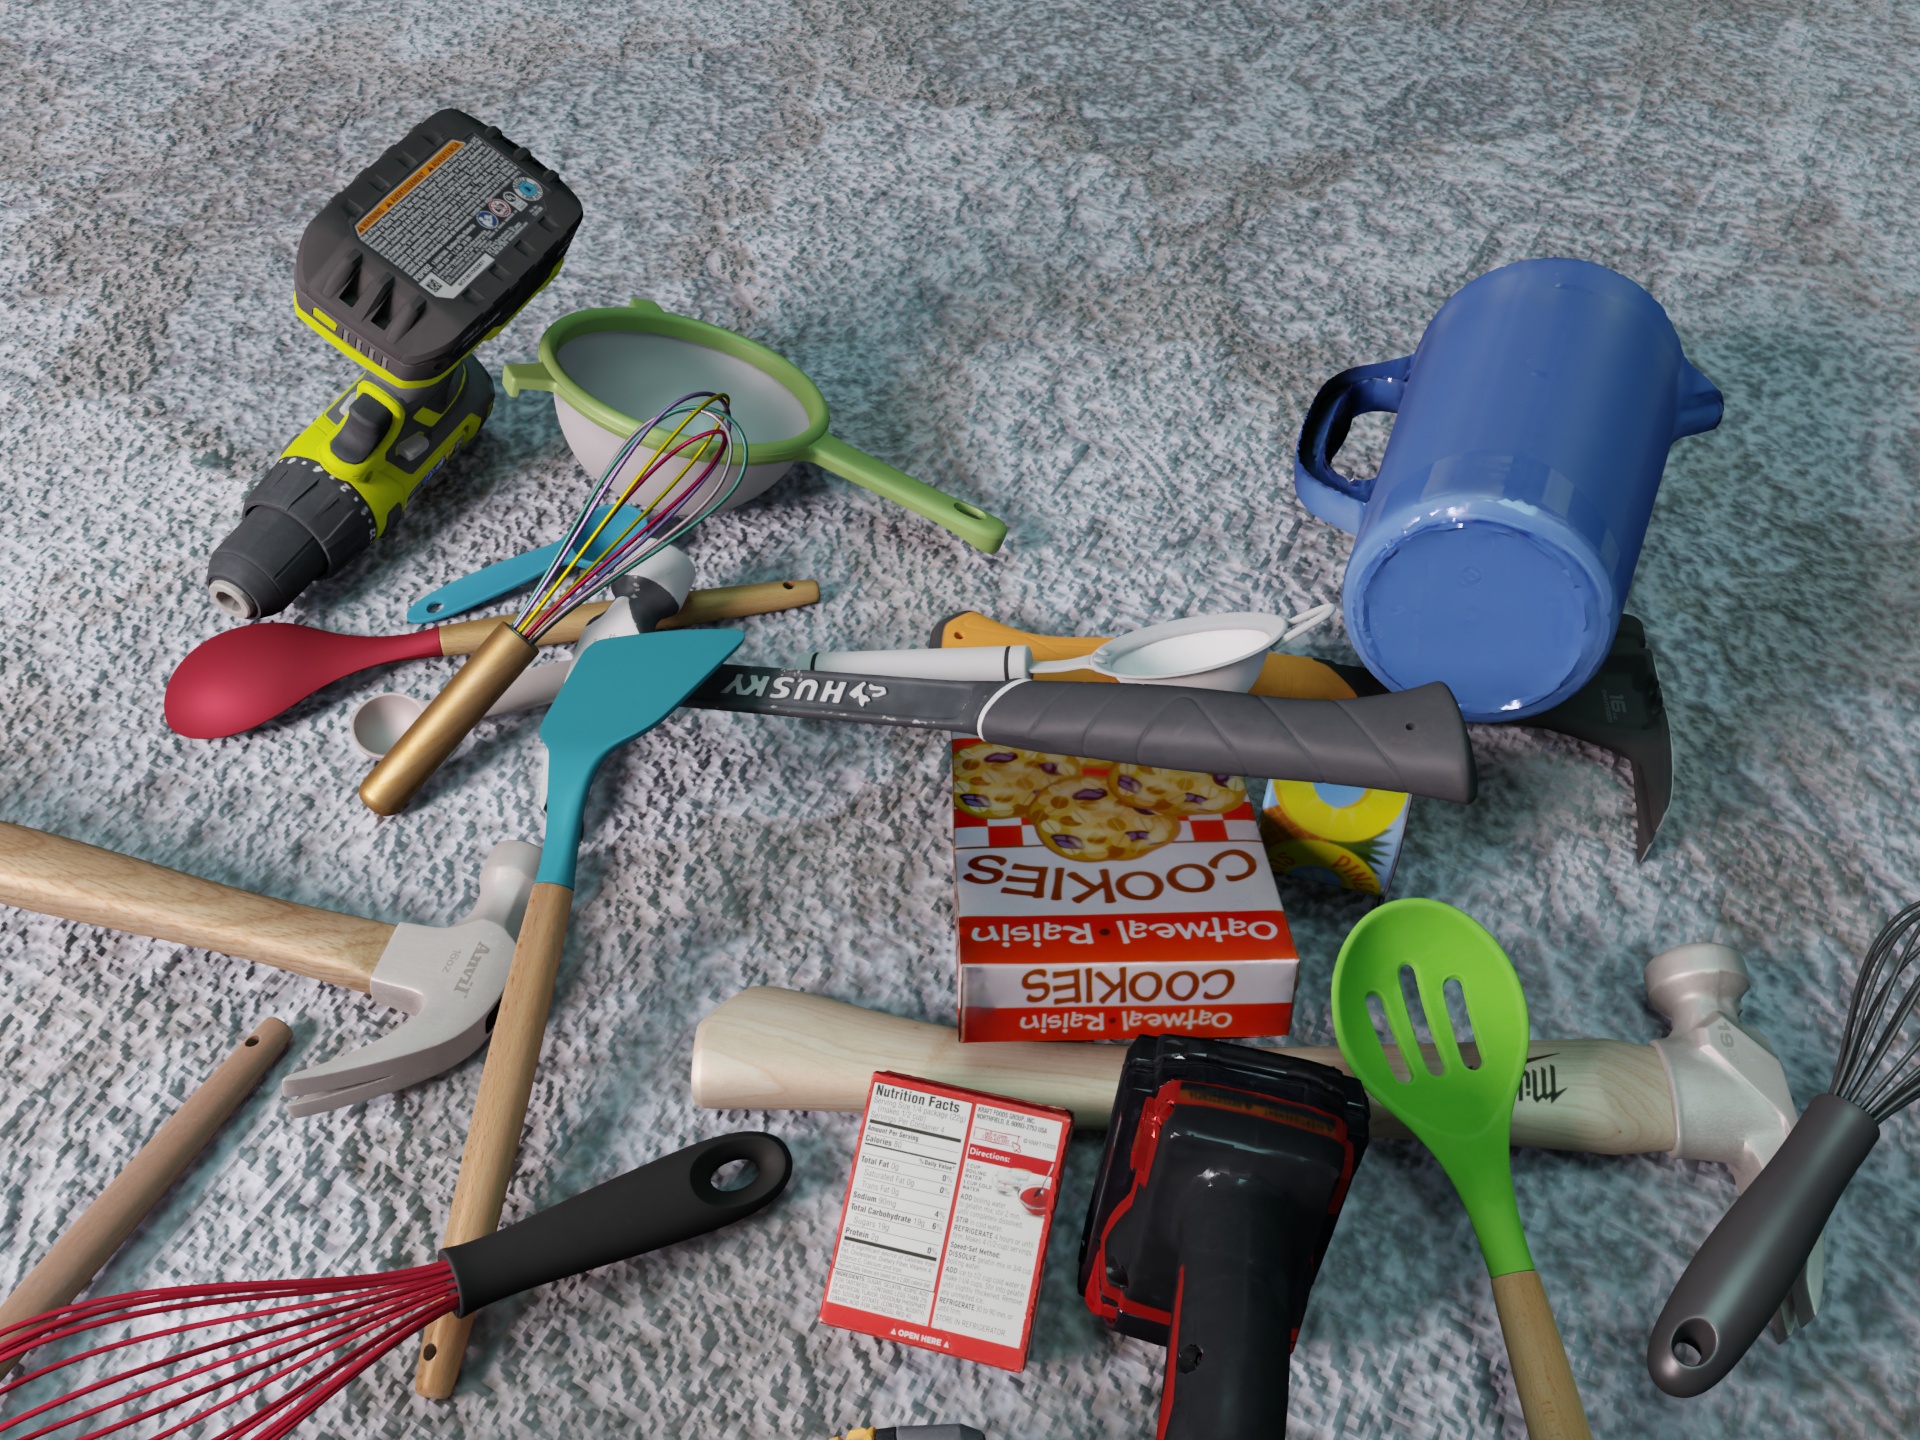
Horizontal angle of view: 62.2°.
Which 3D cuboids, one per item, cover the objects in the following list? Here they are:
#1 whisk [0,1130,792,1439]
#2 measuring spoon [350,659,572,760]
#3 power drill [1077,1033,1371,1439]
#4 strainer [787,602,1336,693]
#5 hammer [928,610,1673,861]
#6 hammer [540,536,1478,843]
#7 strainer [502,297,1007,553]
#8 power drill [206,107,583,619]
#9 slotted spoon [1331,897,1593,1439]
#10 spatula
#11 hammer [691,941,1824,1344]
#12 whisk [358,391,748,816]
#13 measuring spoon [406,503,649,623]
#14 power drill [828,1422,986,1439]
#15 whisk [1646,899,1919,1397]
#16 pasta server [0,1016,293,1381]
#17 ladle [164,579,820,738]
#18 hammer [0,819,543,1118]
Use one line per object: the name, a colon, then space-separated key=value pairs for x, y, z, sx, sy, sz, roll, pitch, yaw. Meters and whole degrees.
whisk: x=-0.185 y=0.192 z=0.518 sx=0.295 sy=0.073 sz=0.073 roll=-13 pitch=48 yaw=-33
measuring spoon: x=-0.223 y=-0.006 z=0.751 sx=0.124 sy=0.018 sz=0.034 roll=-16 pitch=66 yaw=-22
power drill: x=0.068 y=0.226 z=0.466 sx=0.080 sy=0.187 sz=0.227 roll=11 pitch=32 yaw=4
strainer: x=0.034 y=-0.022 z=0.704 sx=0.258 sy=0.050 sz=0.087 roll=-1 pitch=19 yaw=14
hammer: x=0.151 y=-0.010 z=0.735 sx=0.337 sy=0.034 sz=0.127 roll=5 pitch=49 yaw=5
hammer: x=-0.001 y=-0.002 z=0.644 sx=0.409 sy=0.036 sz=0.149 roll=5 pitch=60 yaw=28
strainer: x=-0.101 y=-0.129 z=0.826 sx=0.256 sy=0.069 sz=0.151 roll=26 pitch=33 yaw=3
power drill: x=-0.274 y=-0.157 z=0.752 sx=0.080 sy=0.228 sz=0.191 roll=36 pitch=52 yaw=-11
slotted spoon: x=0.186 y=0.208 z=0.519 sx=0.070 sy=0.031 sz=0.314 roll=-9 pitch=62 yaw=-1
spatula: x=-0.156 y=0.094 z=0.619 sx=0.082 sy=0.044 sz=0.318 roll=-2 pitch=63 yaw=22
hammer: x=0.103 y=0.147 z=0.599 sx=0.410 sy=0.038 sz=0.146 roll=2 pitch=51 yaw=3
whisk: x=-0.183 y=-0.054 z=0.722 sx=0.245 sy=0.051 sz=0.047 roll=-50 pitch=26 yaw=-4
measuring spoon: x=-0.217 y=-0.072 z=0.807 sx=0.128 sy=0.021 sz=0.042 roll=-24 pitch=53 yaw=-7
power drill: x=-0.097 y=0.299 z=0.445 sx=0.226 sy=0.084 sz=0.186 roll=-6 pitch=55 yaw=1
whisk: x=0.309 y=0.141 z=0.551 sx=0.055 sy=0.055 sz=0.239 roll=37 pitch=66 yaw=27
pasta server: x=-0.337 y=0.230 z=0.542 sx=0.060 sy=0.040 sz=0.316 roll=18 pitch=48 yaw=16
ladle: x=-0.224 y=-0.040 z=0.771 sx=0.315 sy=0.031 sz=0.069 roll=-9 pitch=49 yaw=-9
hammer: x=-0.341 y=0.070 z=0.636 sx=0.331 sy=0.031 sz=0.130 roll=14 pitch=48 yaw=0
